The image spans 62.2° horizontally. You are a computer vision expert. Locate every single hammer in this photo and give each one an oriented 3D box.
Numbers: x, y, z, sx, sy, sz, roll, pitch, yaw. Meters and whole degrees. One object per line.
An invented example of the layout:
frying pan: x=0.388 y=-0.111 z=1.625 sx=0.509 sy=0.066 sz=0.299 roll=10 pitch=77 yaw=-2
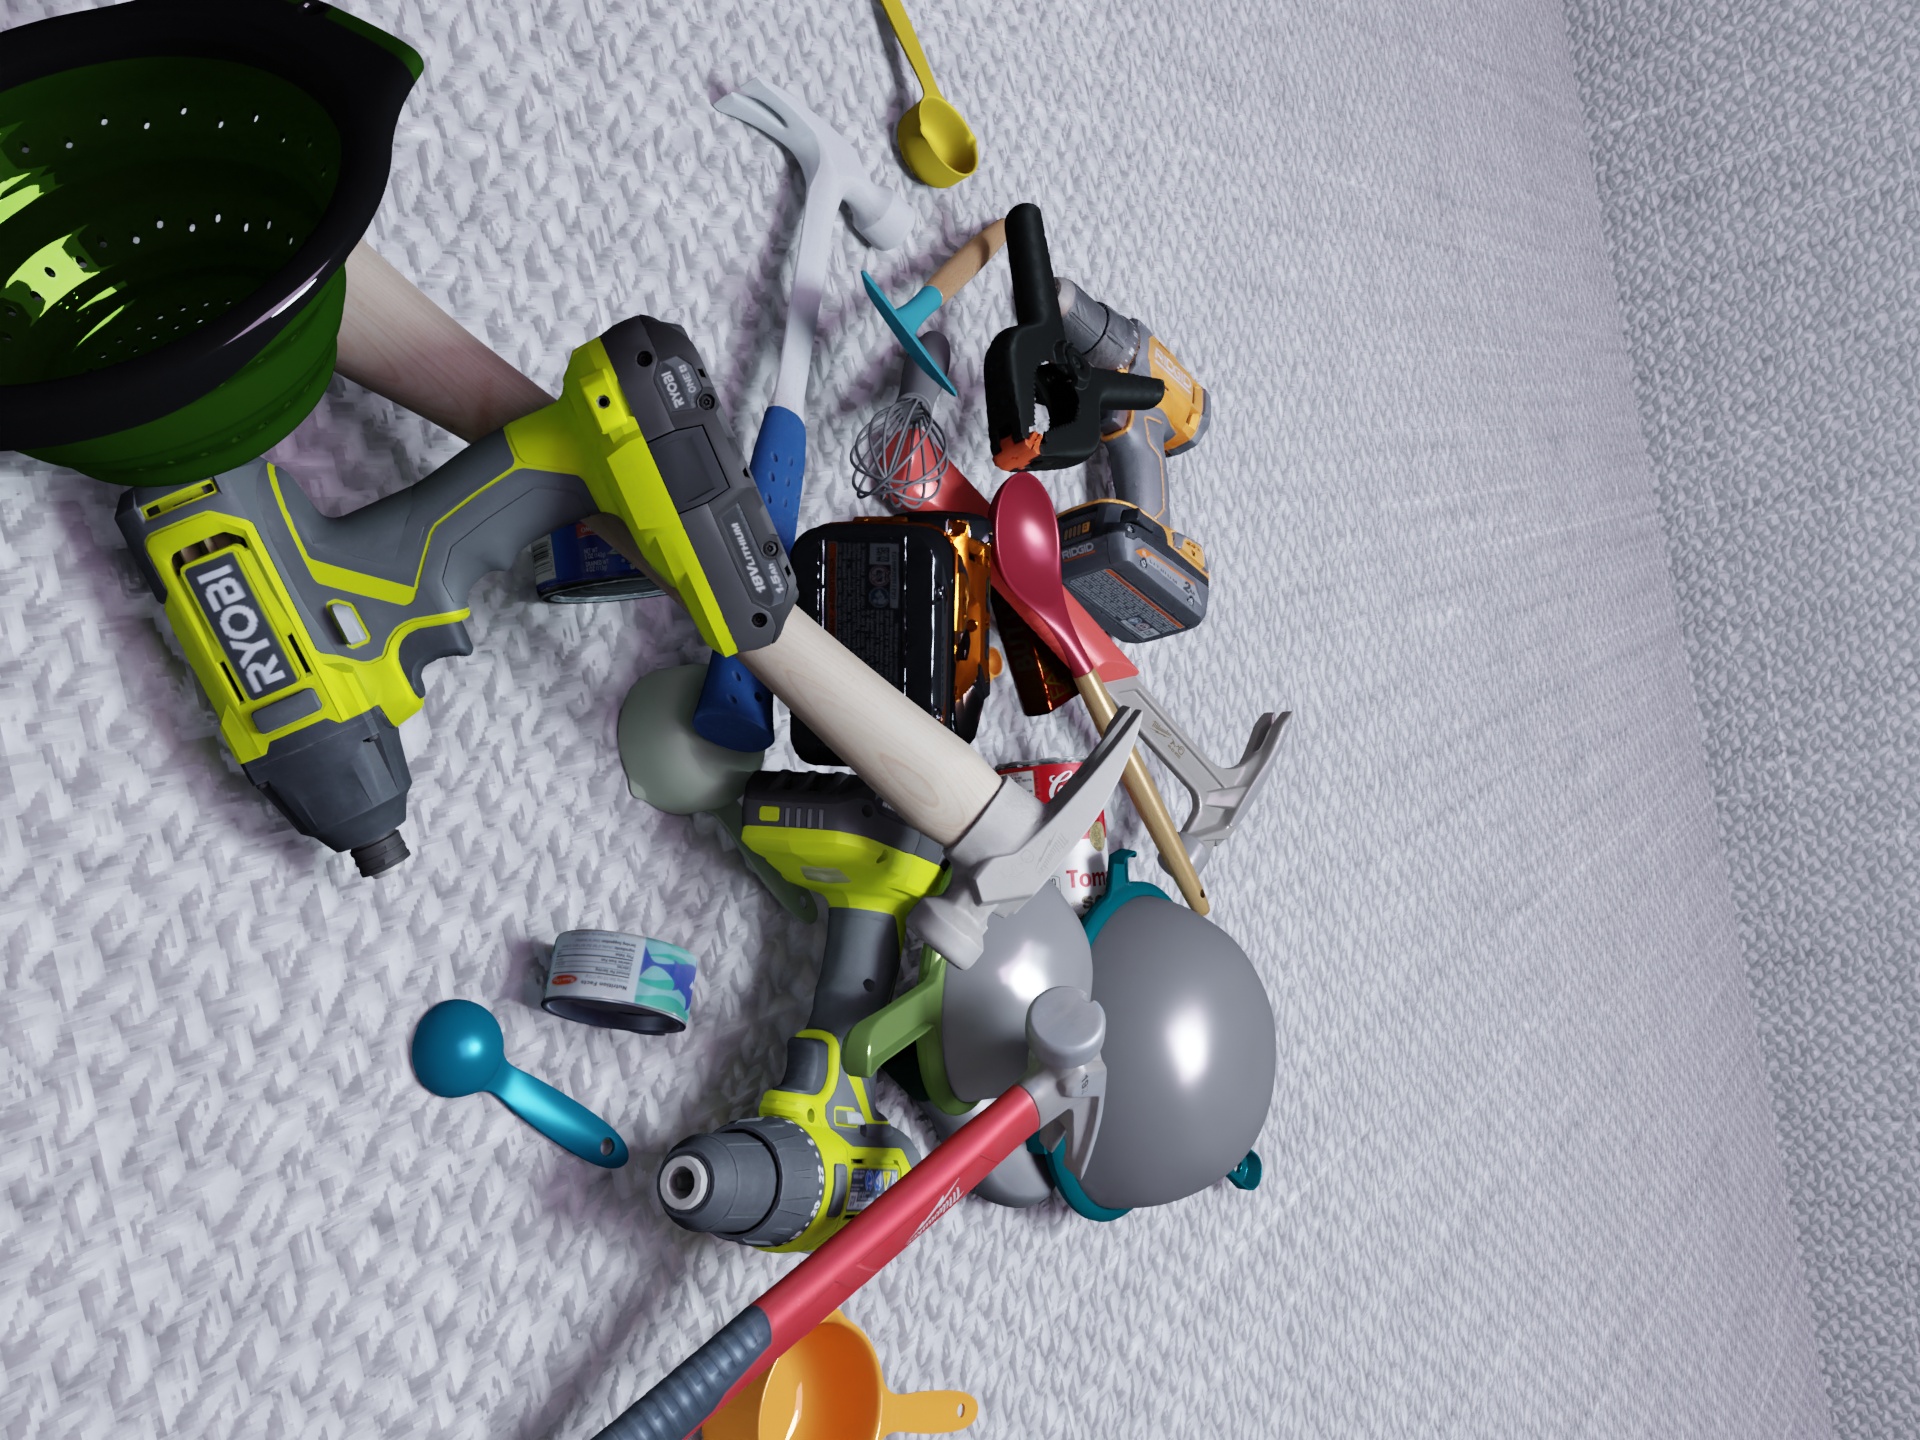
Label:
hammer: x=0.081 y=-0.059 z=1.039 sx=0.358 sy=0.037 sz=0.149 roll=46 pitch=65 yaw=-24
hammer: x=-0.105 y=-0.069 z=0.697 sx=0.410 sy=0.038 sz=0.146 roll=41 pitch=86 yaw=-13
hammer: x=-0.078 y=0.274 z=0.715 sx=0.386 sy=0.038 sz=0.143 roll=-34 pitch=145 yaw=-27
hammer: x=-0.098 y=-0.174 z=0.858 sx=0.143 sy=0.035 sz=0.406 roll=35 pitch=49 yaw=-42

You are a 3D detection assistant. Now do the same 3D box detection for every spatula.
spatula: x=-0.002 y=-0.272 z=0.980 sx=0.082 sy=0.044 sz=0.318 roll=50 pitch=31 yaw=-15

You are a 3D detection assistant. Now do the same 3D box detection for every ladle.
ladle: x=0.090 y=-0.009 z=1.000 sx=0.069 sy=0.031 sz=0.315 roll=-42 pitch=111 yaw=-43

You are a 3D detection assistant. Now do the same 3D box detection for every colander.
colander: x=-0.332 y=-0.092 z=0.520 sx=0.397 sy=0.204 sz=0.094 roll=-53 pitch=159 yaw=-26

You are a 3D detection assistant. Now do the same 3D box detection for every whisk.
whisk: x=-0.026 y=-0.184 z=0.927 sx=0.055 sy=0.055 sz=0.239 roll=58 pitch=20 yaw=-26

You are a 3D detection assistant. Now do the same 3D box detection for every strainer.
strainer: x=0.016 y=0.140 z=0.797 sx=0.256 sy=0.069 sz=0.151 roll=-8 pitch=102 yaw=-72
strainer: x=0.166 y=0.242 z=1.022 sx=0.340 sy=0.095 sz=0.211 roll=50 pitch=51 yaw=-45

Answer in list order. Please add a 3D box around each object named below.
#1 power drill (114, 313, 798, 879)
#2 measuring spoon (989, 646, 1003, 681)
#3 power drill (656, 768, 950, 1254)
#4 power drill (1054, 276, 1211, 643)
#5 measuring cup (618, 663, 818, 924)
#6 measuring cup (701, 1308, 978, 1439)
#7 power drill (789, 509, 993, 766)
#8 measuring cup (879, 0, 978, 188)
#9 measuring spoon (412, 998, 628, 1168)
power drill: x=-0.185 y=-0.050 z=0.626 sx=0.080 sy=0.223 sz=0.171 roll=-136 pitch=-157 yaw=-76
measuring spoon: x=-0.002 y=-0.003 z=0.999 sx=0.021 sy=0.011 sz=0.117 roll=55 pitch=47 yaw=-31
power drill: x=-0.072 y=0.144 z=0.781 sx=0.190 sy=0.080 sz=0.229 roll=33 pitch=61 yaw=-62
power drill: x=0.108 y=-0.191 z=1.128 sx=0.185 sy=0.084 sz=0.226 roll=31 pitch=54 yaw=-42
measuring cup: x=-0.109 y=0.043 z=0.821 sx=0.167 sy=0.038 sz=0.083 roll=57 pitch=43 yaw=-24
measuring cup: x=-0.060 y=0.348 z=0.808 sx=0.173 sy=0.052 sz=0.095 roll=28 pitch=61 yaw=-48
power drill: x=-0.027 y=-0.032 z=0.857 sx=0.226 sy=0.084 sz=0.164 roll=-33 pitch=125 yaw=-78
measuring cup: x=-0.036 y=-0.422 z=1.045 sx=0.062 sy=0.029 sz=0.156 roll=-19 pitch=86 yaw=-52
measuring spoon: x=-0.187 y=0.167 z=0.706 sx=0.128 sy=0.021 sz=0.042 roll=47 pitch=48 yaw=-34
